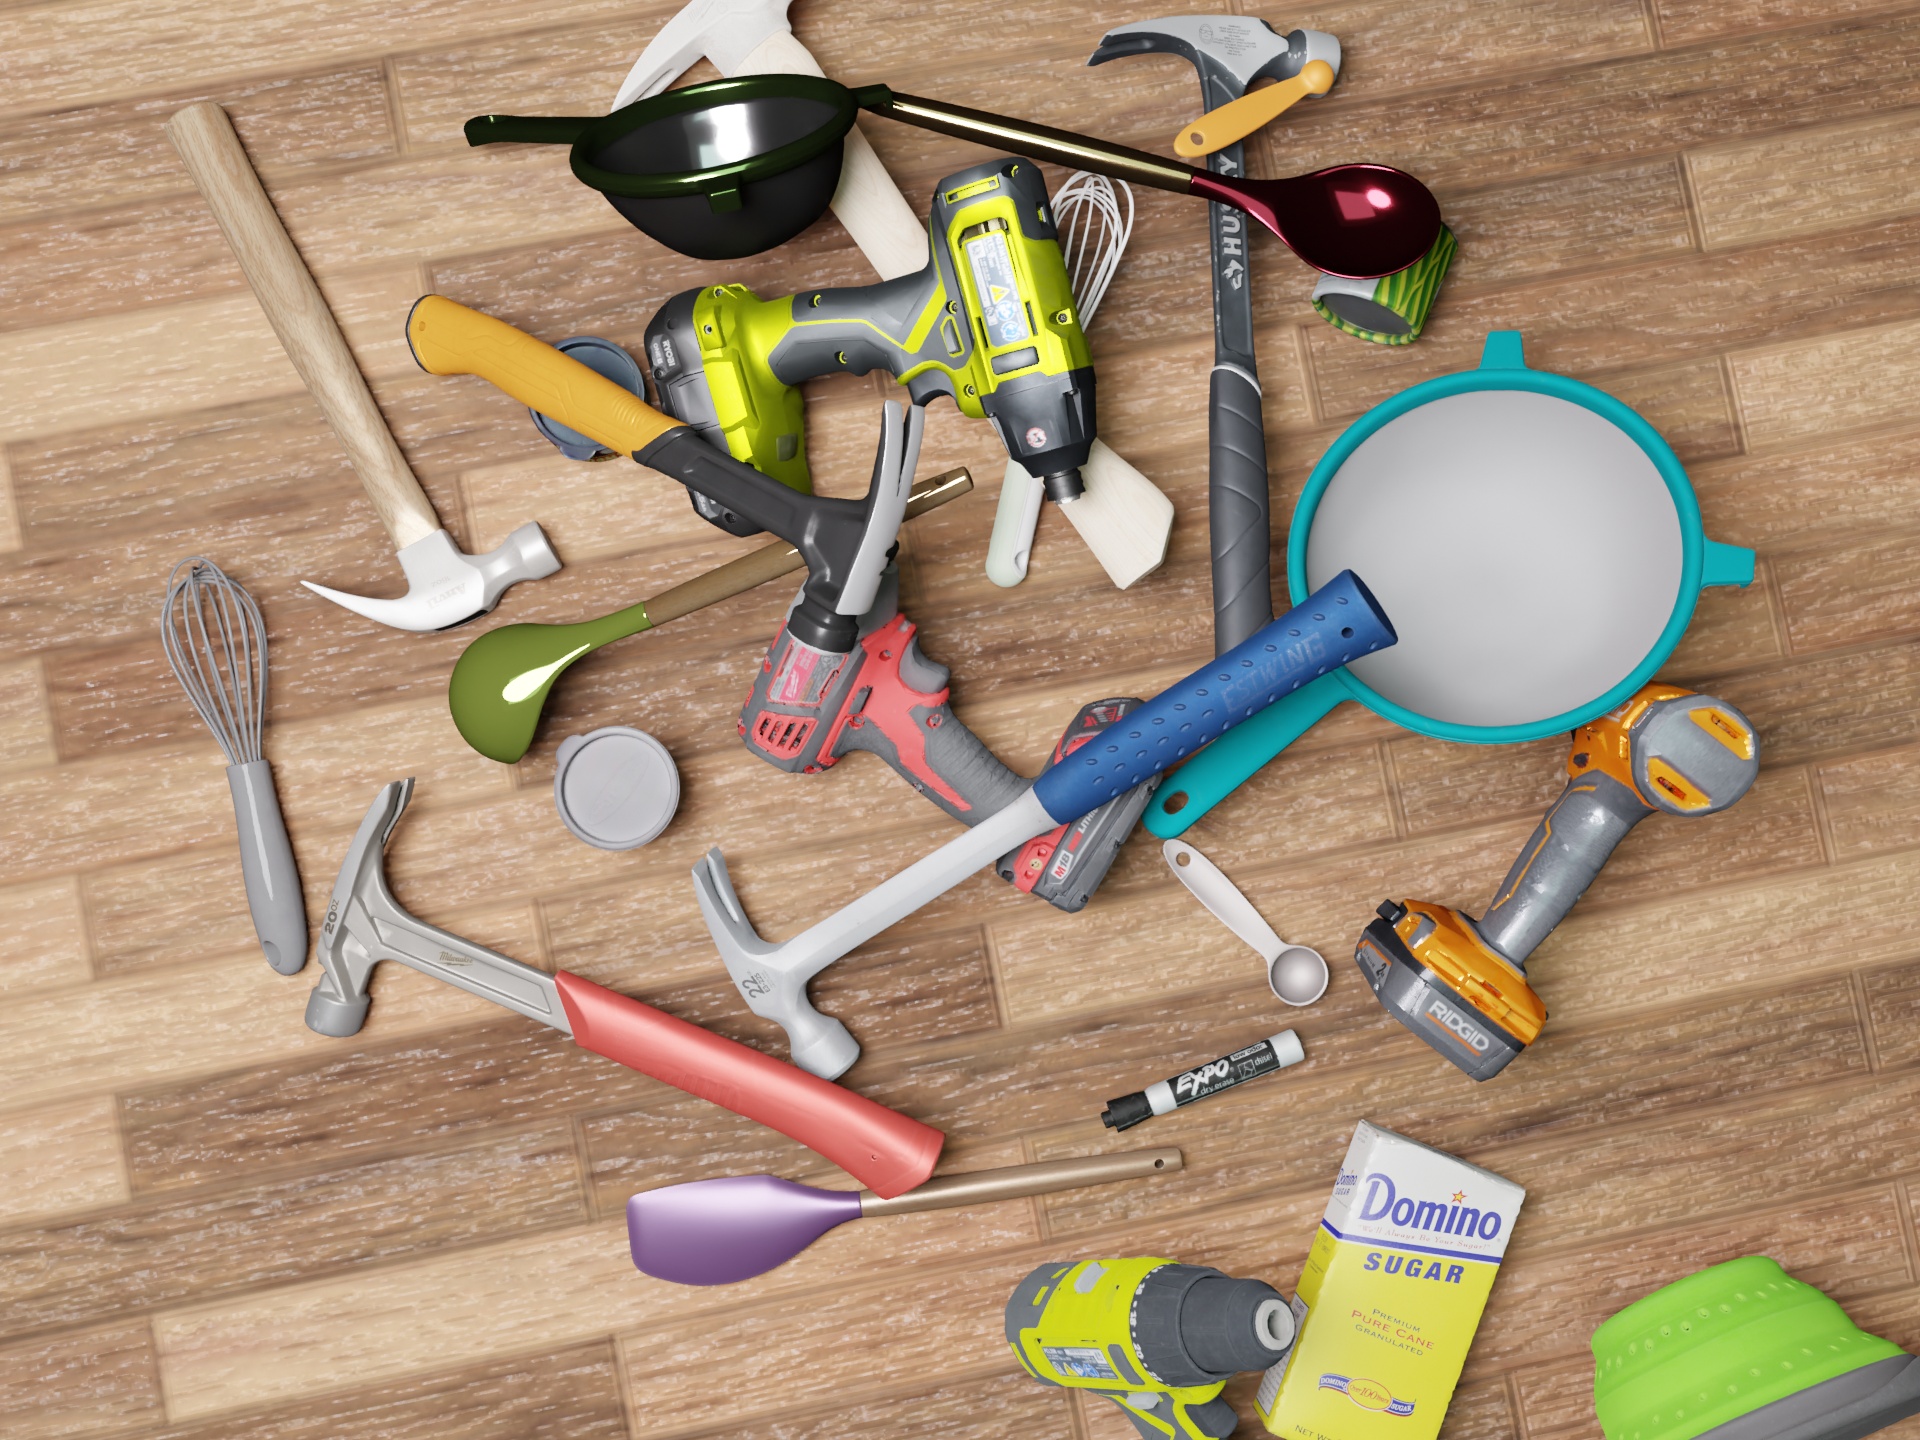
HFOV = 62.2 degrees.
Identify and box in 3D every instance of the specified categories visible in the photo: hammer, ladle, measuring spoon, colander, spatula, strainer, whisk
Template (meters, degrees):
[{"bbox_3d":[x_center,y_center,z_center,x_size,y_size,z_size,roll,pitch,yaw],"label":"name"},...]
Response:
[{"bbox_3d":[-0.169,-0.160,0.827,0.337,0.034,0.127,29,109,25],"label":"hammer"},{"bbox_3d":[0.147,-0.205,0.877,0.149,0.036,0.409,3,78,-16],"label":"hammer"},{"bbox_3d":[0.098,-0.295,0.851,0.315,0.031,0.069,15,78,2],"label":"ladle"},{"bbox_3d":[0.162,0.115,0.922,0.034,0.018,0.124,-44,83,-3],"label":"measuring spoon"},{"bbox_3d":[-0.176,0.162,0.866,0.359,0.037,0.149,22,98,4],"label":"hammer"},{"bbox_3d":[0.489,0.341,0.882,0.397,0.204,0.095,-9,53,-18],"label":"colander"},{"bbox_3d":[-0.030,0.273,0.902,0.316,0.018,0.060,-8,89,-2],"label":"spatula"},{"bbox_3d":[-0.136,-0.061,0.851,0.320,0.062,0.078,-22,57,12],"label":"ladle"},{"bbox_3d":[0.244,-0.040,0.891,0.340,0.095,0.211,-40,68,6],"label":"strainer"},{"bbox_3d":[-0.362,-0.200,0.904,0.130,0.031,0.331,-29,88,-4],"label":"hammer"},{"bbox_3d":[-0.400,0.026,0.886,0.055,0.055,0.239,-12,92,-3],"label":"whisk"},{"bbox_3d":[0.033,0.044,0.817,0.405,0.035,0.144,-34,97,22],"label":"hammer"},{"bbox_3d":[-0.028,-0.239,0.890,0.146,0.038,0.411,-37,86,11],"label":"hammer"},{"bbox_3d":[-0.167,-0.292,0.860,0.256,0.069,0.151,14,44,30],"label":"strainer"},{"bbox_3d":[0.165,-0.342,0.885,0.117,0.011,0.021,-33,89,-19],"label":"measuring spoon"},{"bbox_3d":[0.052,-0.197,0.915,0.059,0.057,0.246,13,91,33],"label":"whisk"}]

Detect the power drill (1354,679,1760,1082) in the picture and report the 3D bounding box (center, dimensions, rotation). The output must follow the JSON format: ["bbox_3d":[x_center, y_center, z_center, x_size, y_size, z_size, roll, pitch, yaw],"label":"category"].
[{"bbox_3d":[0.319,0.073,0.870,0.084,0.164,0.226,38,99,0],"label":"power drill"}]

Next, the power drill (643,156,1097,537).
[{"bbox_3d":[-0.042,-0.180,0.845,0.223,0.080,0.171,-12,100,22],"label":"power drill"}]

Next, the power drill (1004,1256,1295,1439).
[{"bbox_3d":[0.142,0.378,0.827,0.080,0.190,0.228,-37,95,-38],"label":"power drill"}]

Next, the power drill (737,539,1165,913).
[{"bbox_3d":[-0.001,-0.003,0.869,0.219,0.078,0.143,28,112,1],"label":"power drill"}]
